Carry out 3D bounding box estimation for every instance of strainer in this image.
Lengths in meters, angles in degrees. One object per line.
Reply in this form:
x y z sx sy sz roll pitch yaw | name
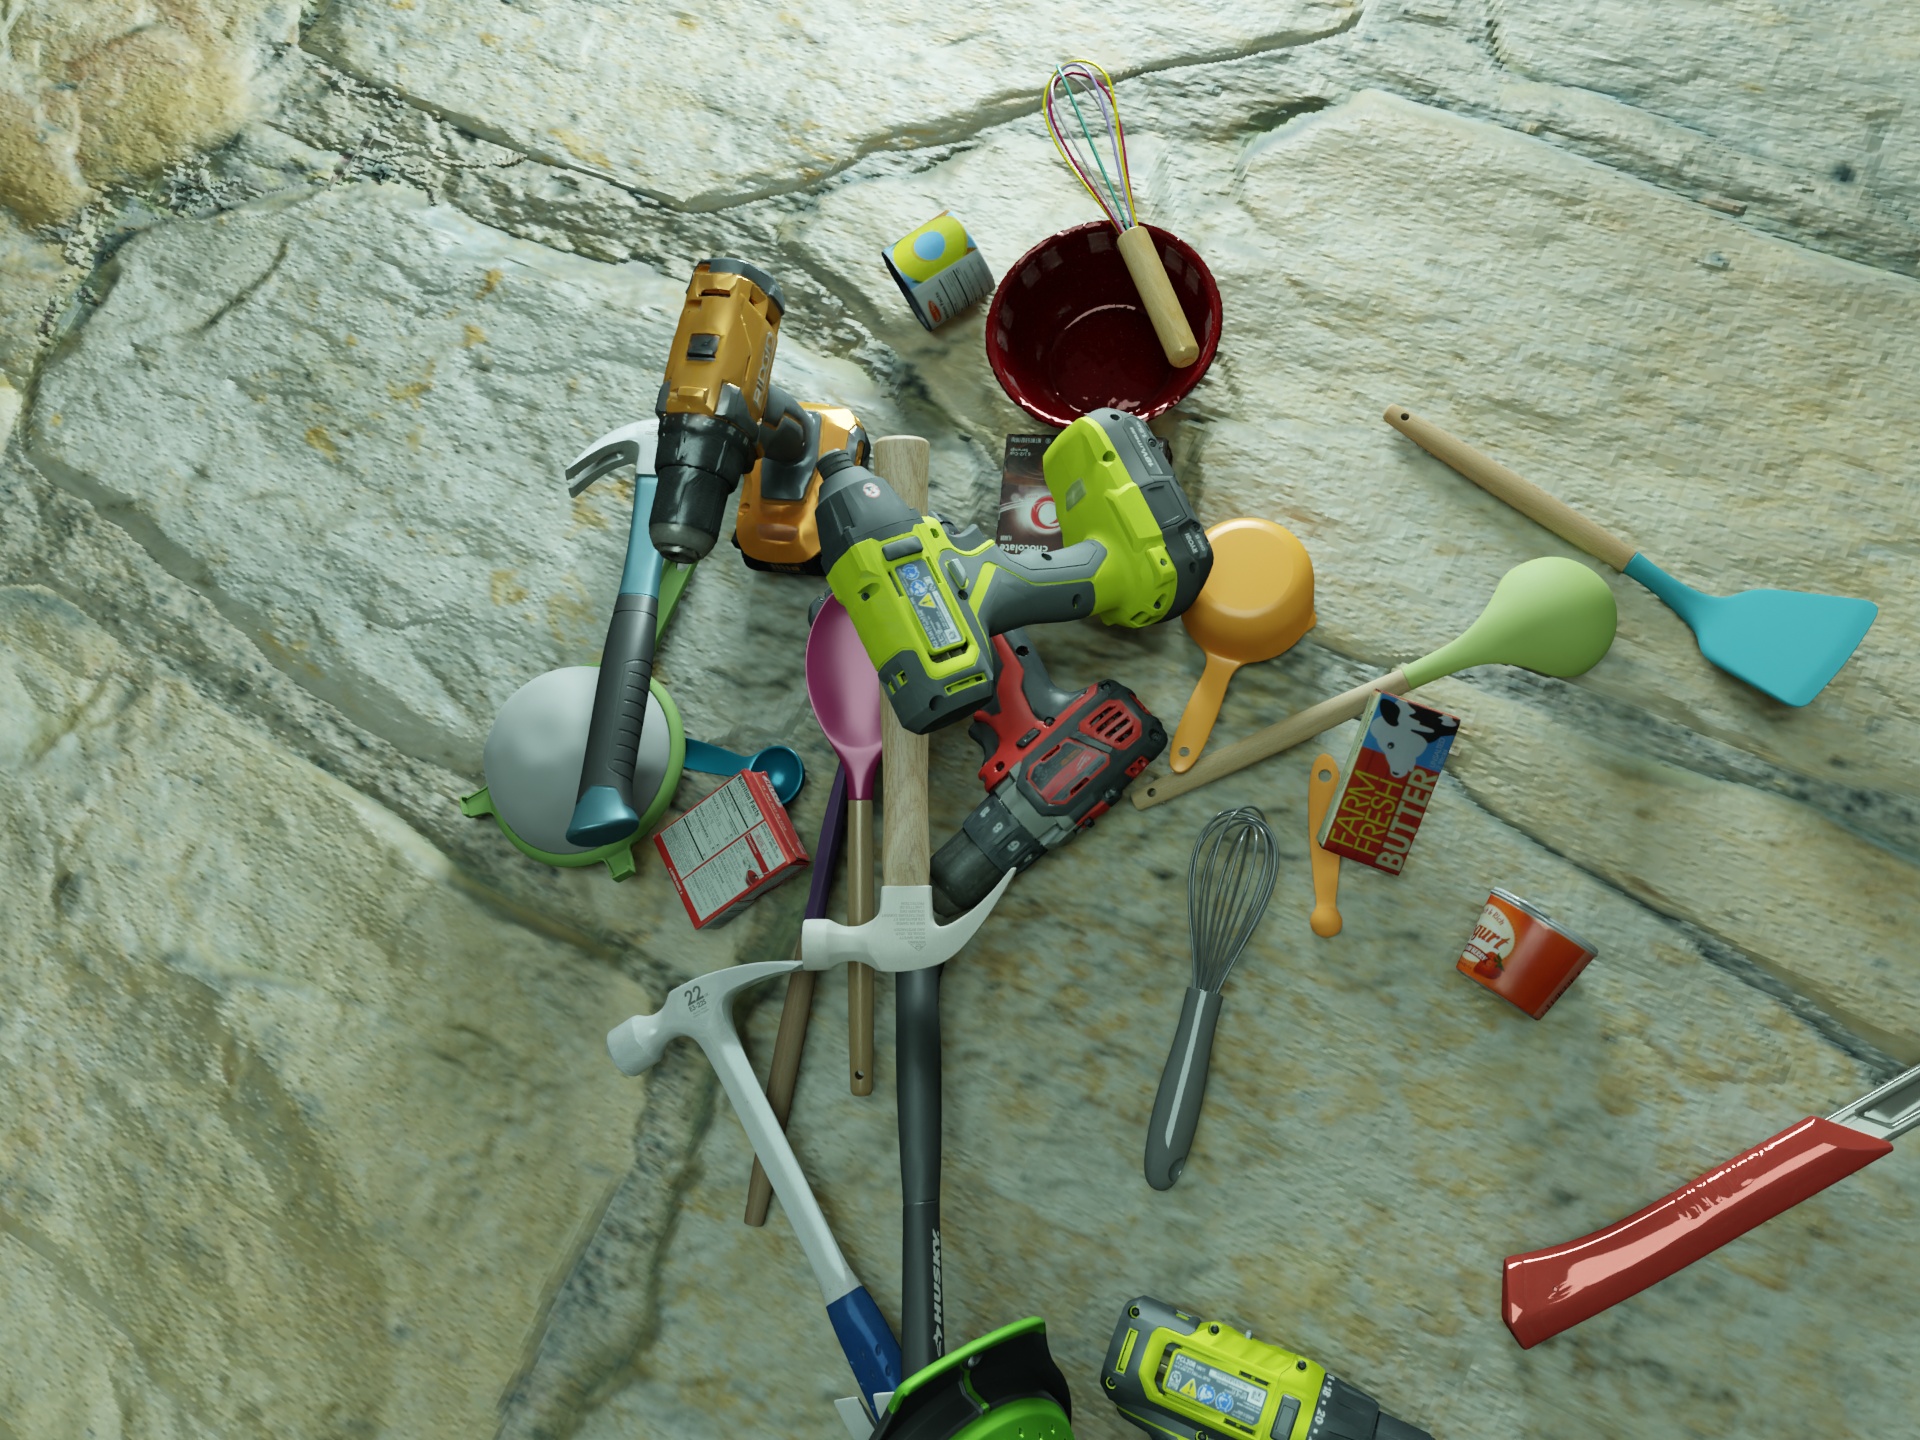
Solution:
-0.248 -0.027 1.095 0.151 0.069 0.256 19 78 23 | strainer

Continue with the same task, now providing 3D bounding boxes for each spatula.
-0.102 0.165 1.027 0.018 0.060 0.316 12 81 -7 | spatula
0.400 -0.119 0.995 0.318 0.044 0.082 38 82 21 | spatula

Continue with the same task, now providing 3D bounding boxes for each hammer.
-0.070 0.332 0.954 0.144 0.035 0.406 -33 74 11 | hammer
-0.025 0.264 0.915 0.035 0.146 0.335 -14 52 15 | hammer
-0.032 -0.013 0.981 0.130 0.031 0.331 -1 83 1 | hammer
-0.219 -0.069 1.074 0.128 0.033 0.331 4 61 -3 | hammer
0.464 0.254 0.875 0.359 0.036 0.149 -31 70 2 | hammer

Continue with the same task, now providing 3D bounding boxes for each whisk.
0.110 -0.346 1.069 0.047 0.051 0.245 -20 74 0 | whisk
0.148 0.167 0.968 0.055 0.055 0.239 12 81 16 | whisk

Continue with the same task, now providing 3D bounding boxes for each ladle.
0.257 -0.012 1.004 0.320 0.062 0.078 -25 75 12 | ladle

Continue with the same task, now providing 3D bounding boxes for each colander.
-0.002 0.501 0.799 0.095 0.204 0.397 26 112 40 | colander

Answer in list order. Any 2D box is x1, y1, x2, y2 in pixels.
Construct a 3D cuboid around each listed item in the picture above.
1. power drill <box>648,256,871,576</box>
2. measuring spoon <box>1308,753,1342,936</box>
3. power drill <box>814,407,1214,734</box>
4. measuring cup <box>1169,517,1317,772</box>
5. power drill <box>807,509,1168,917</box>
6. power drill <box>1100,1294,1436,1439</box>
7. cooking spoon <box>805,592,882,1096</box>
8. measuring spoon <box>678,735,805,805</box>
-0.133 -0.162 1.030 0.084 0.226 0.185 6 76 14 | power drill
0.228 0.077 0.993 0.021 0.011 0.117 0 74 13 | measuring spoon
0.028 -0.105 0.955 0.223 0.080 0.171 -21 80 -30 | power drill
0.168 -0.051 1.012 0.095 0.052 0.174 19 71 17 | measuring cup
-0.002 -0.003 1.036 0.188 0.080 0.227 -43 74 4 | power drill
0.146 0.456 0.867 0.190 0.080 0.228 18 76 18 | power drill
-0.063 0.076 1.003 0.069 0.017 0.319 0 88 3 | cooking spoon
-0.160 0.030 1.095 0.129 0.021 0.042 13 82 25 | measuring spoon
